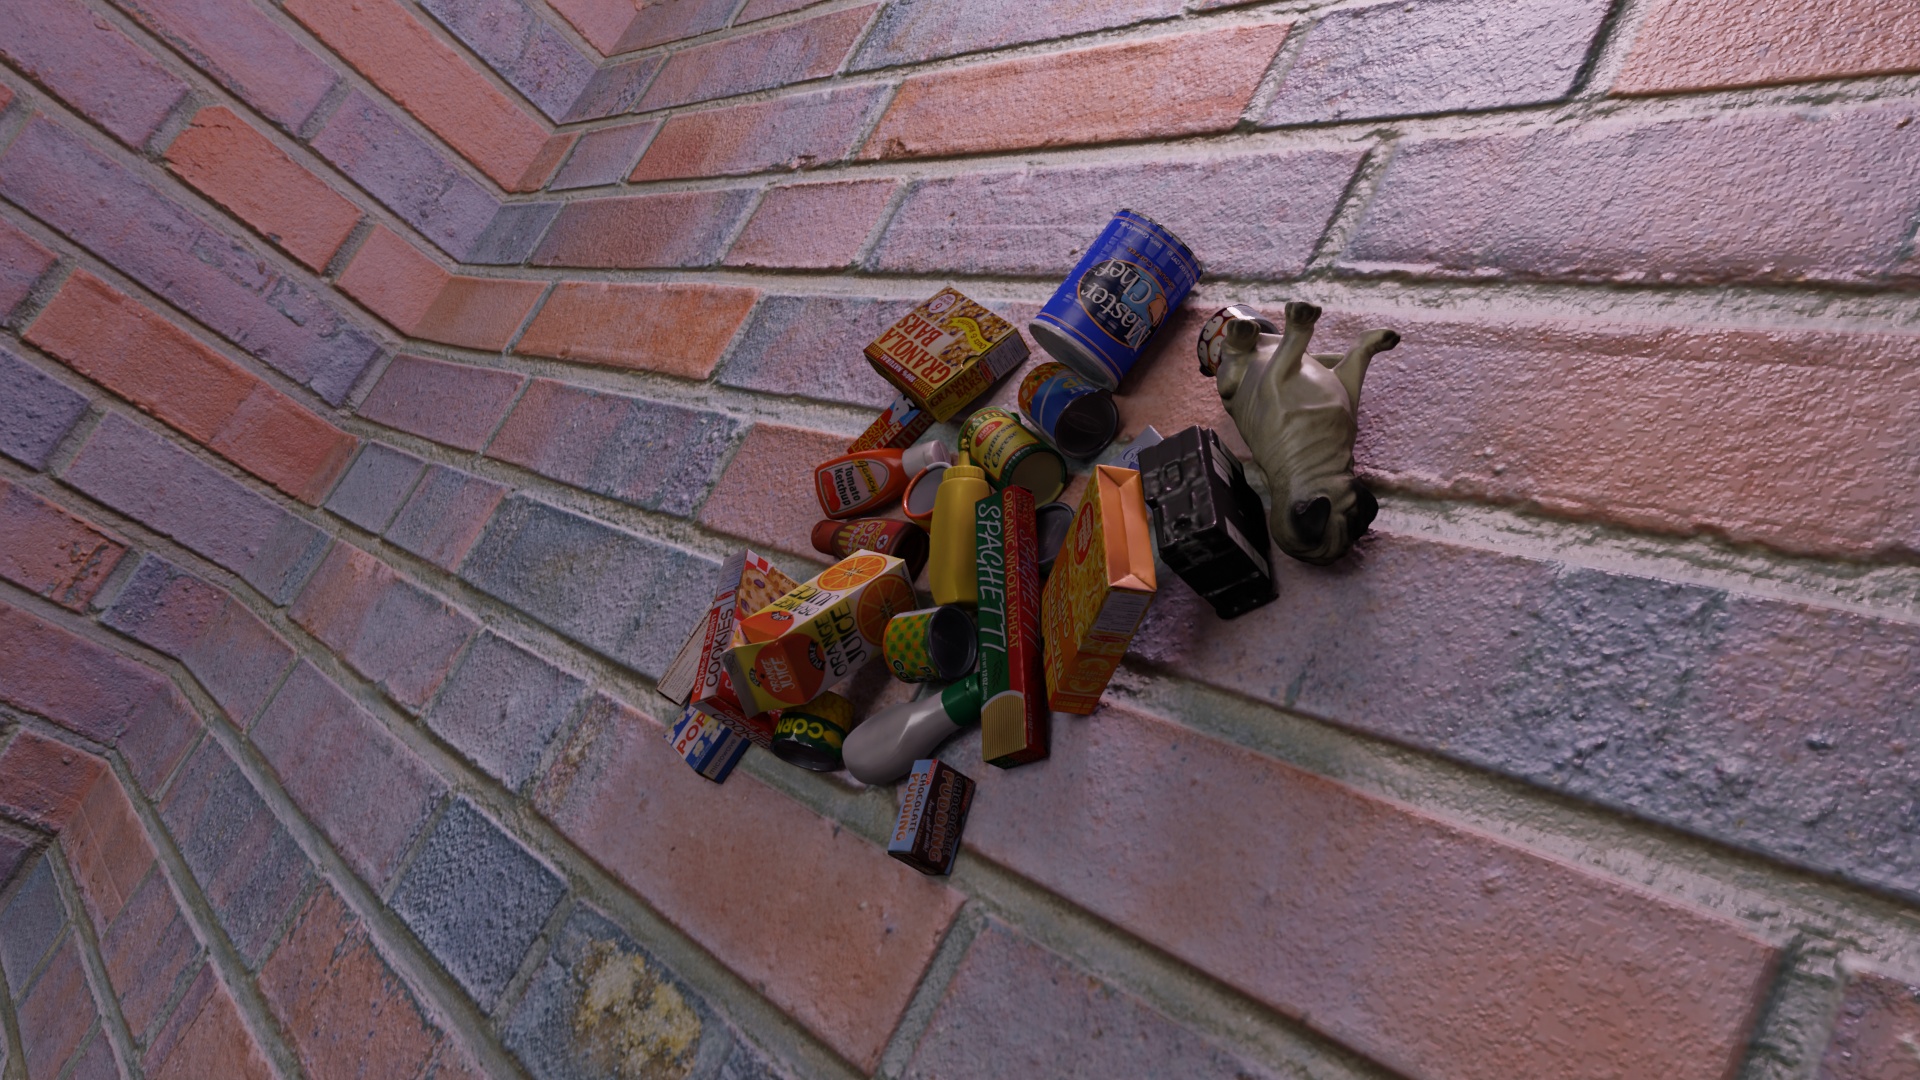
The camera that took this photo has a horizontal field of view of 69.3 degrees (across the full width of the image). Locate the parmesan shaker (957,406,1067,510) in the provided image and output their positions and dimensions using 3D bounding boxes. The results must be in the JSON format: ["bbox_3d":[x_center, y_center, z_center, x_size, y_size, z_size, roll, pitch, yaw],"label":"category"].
[{"bbox_3d":[0.051,-0.079,1.314,0.071,0.071,0.103,-48,37,3],"label":"parmesan shaker"}]

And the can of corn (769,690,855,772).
[{"bbox_3d":[-0.138,0.173,1.286,0.071,0.071,0.058,-11,51,40],"label":"can of corn"}]

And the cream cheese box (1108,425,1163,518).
[{"bbox_3d":[0.173,-0.053,1.202,0.053,0.024,0.104,-43,38,8],"label":"cream cheese box"}]

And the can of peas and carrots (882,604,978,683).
[{"bbox_3d":[-0.027,0.096,1.244,0.058,0.071,0.071,-12,51,40],"label":"can of peas and carrots"}]

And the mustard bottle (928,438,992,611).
[{"bbox_3d":[0.005,-0.016,1.278,0.048,0.065,0.160,-22,63,51],"label":"mustard bottle"}]

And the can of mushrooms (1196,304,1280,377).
[{"bbox_3d":[0.239,-0.165,1.196,0.071,0.071,0.033,-46,38,6],"label":"can of mushrooms"}]

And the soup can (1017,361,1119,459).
[{"bbox_3d":[0.101,-0.125,1.300,0.071,0.071,0.084,-47,37,5],"label":"soup can"}]

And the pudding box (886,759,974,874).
[{"bbox_3d":[-0.024,0.228,1.142,0.030,0.049,0.084,-10,52,43],"label":"pudding box"}]

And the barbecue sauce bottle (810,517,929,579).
[{"bbox_3d":[-0.096,0.005,1.409,0.148,0.043,0.065,11,70,50],"label":"barbecue sauce bottle"}]

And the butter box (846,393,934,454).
[{"bbox_3d":[-0.074,-0.116,1.506,0.103,0.024,0.053,-45,37,6],"label":"butter box"}]

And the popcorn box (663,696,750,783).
[{"bbox_3d":[-0.238,0.173,1.414,0.127,0.038,0.085,-55,36,-6],"label":"popcorn box"}]

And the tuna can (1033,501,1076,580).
[{"bbox_3d":[0.082,0.001,1.240,0.071,0.032,0.071,-26,43,28],"label":"tuna can"}]

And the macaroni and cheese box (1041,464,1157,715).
[{"bbox_3d":[0.105,0.041,1.100,0.165,0.040,0.124,110,165,-47],"label":"macaroni and cheese box"}]

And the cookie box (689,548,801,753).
[{"bbox_3d":[-0.189,0.110,1.348,0.040,0.122,0.168,-22,45,33],"label":"cookie box"}]

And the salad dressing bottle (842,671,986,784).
[{"bbox_3d":[-0.034,0.163,1.214,0.147,0.044,0.064,-31,39,22],"label":"salad dressing bottle"}]

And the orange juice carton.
[{"bbox_3d":[-0.132,0.087,1.282,0.193,0.071,0.073,-32,27,-32],"label":"orange juice carton"}]

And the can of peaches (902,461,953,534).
[{"bbox_3d":[-0.015,-0.033,1.347,0.071,0.058,0.071,-26,43,28],"label":"can of peaches"}]

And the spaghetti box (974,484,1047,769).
[{"bbox_3d":[0.042,0.069,1.190,0.050,0.028,0.251,-24,55,36],"label":"spaghetti box"}]

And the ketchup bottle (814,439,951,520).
[{"bbox_3d":[-0.080,-0.068,1.447,0.148,0.043,0.064,-16,88,29],"label":"ketchup bottle"}]

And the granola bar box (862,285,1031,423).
[{"bbox_3d":[-0.018,-0.203,1.488,0.124,0.039,0.166,-39,37,-7],"label":"granola bar box"}]
